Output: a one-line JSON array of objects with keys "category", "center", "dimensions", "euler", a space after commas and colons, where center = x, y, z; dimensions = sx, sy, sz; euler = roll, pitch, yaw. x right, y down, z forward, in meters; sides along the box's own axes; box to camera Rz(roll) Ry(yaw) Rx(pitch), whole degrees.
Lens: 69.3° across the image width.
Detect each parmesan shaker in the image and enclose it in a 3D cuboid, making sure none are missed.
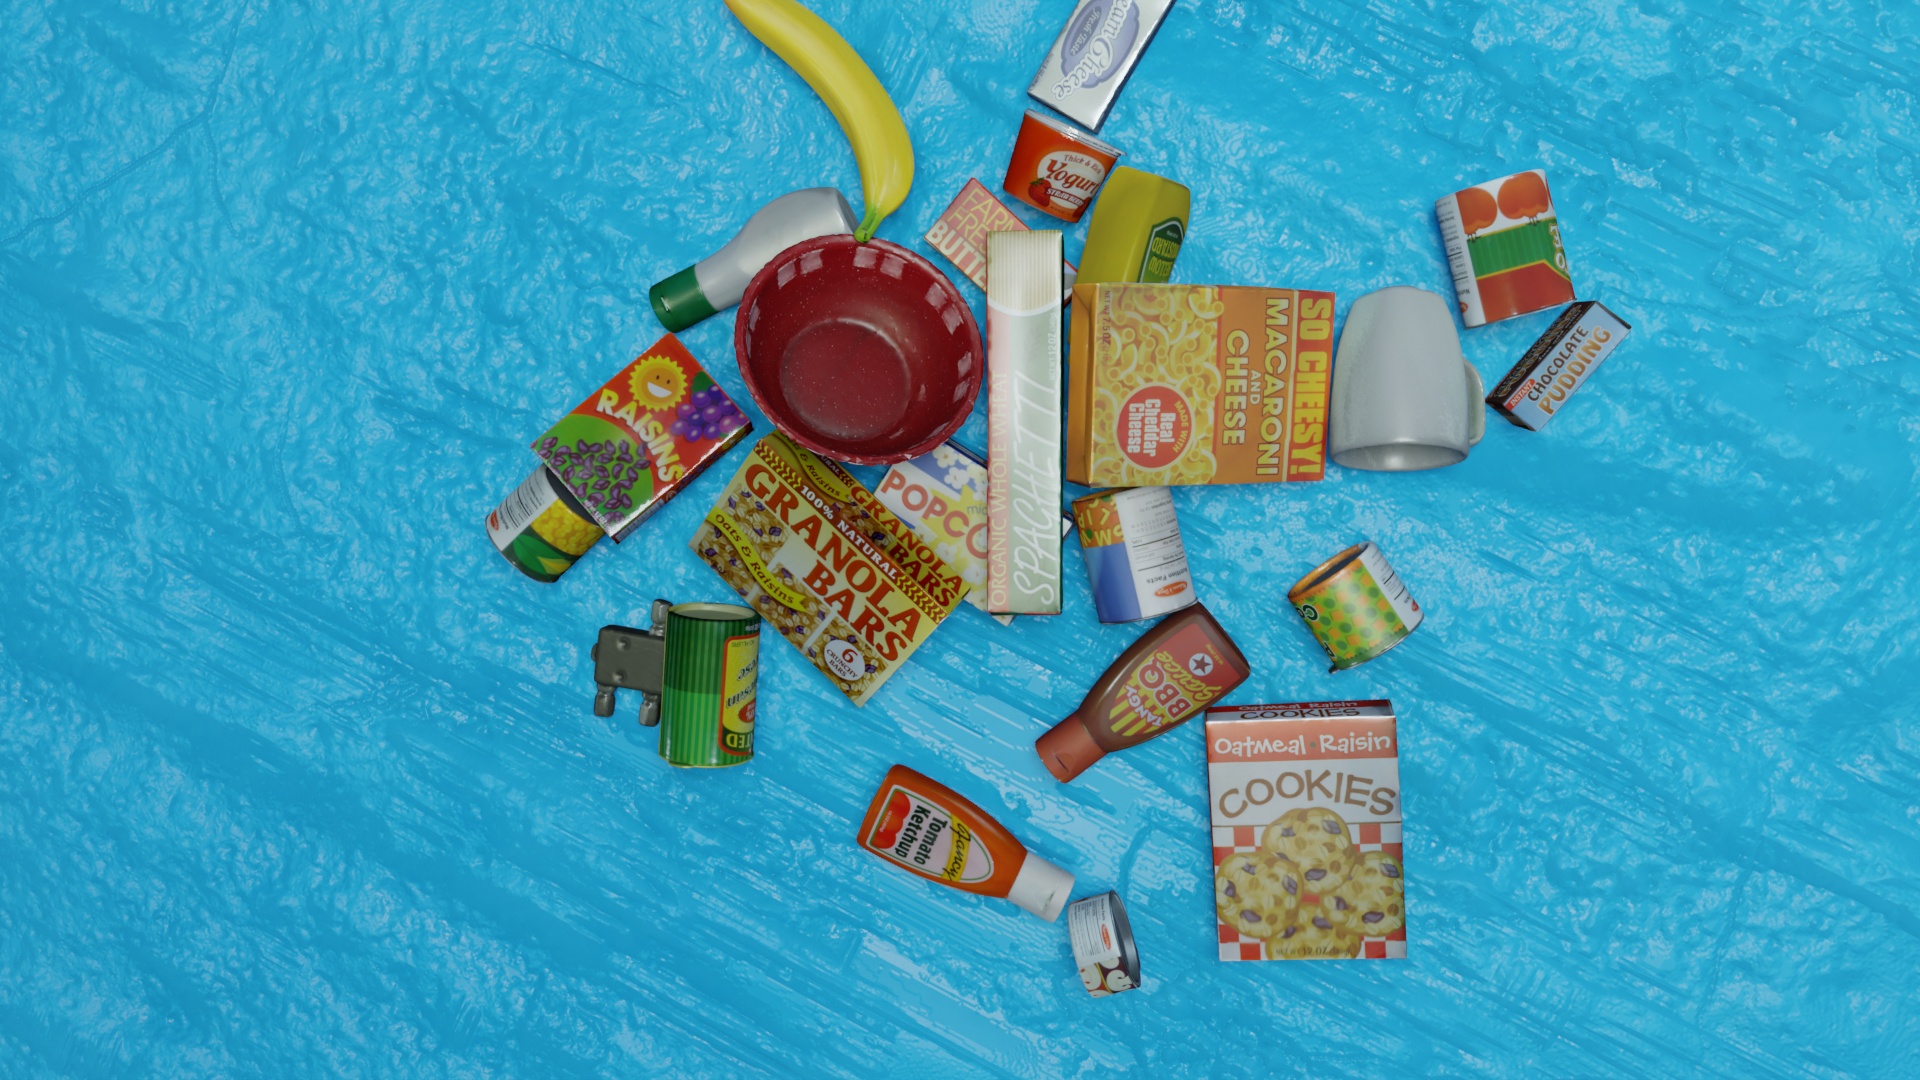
[{"category": "parmesan shaker", "center": [-0.175, 0.100, 0.965], "dimensions": [0.071, 0.071, 0.103], "euler": [6, 98, 8]}]

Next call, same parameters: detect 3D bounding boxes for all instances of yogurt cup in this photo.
[{"category": "yogurt cup", "center": [0.062, -0.240, 0.894], "dimensions": [0.072, 0.072, 0.053], "euler": [27, 108, 5]}]

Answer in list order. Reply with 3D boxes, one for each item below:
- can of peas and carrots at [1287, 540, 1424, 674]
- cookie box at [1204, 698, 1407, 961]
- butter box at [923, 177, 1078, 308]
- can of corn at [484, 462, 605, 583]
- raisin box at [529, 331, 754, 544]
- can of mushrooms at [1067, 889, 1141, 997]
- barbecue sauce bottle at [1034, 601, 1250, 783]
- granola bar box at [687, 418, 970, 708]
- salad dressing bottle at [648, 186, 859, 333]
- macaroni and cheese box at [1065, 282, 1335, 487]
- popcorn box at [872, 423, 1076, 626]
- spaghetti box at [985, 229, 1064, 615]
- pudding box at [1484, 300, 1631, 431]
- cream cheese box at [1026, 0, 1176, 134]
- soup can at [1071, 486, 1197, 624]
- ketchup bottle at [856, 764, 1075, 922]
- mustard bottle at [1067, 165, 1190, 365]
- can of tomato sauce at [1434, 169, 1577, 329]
[{"category": "can of peas and carrots", "center": [0.252, 0.043, 0.895], "dimensions": [0.071, 0.071, 0.058], "euler": [-34, 90, 11]}, {"category": "cookie box", "center": [0.230, 0.193, 0.929], "dimensions": [0.123, 0.040, 0.167], "euler": [-3, 97, 9]}, {"category": "butter box", "center": [0.030, -0.188, 0.924], "dimensions": [0.103, 0.024, 0.053], "euler": [43, 101, 2]}, {"category": "can of corn", "center": [-0.286, -0.012, 0.974], "dimensions": [0.058, 0.071, 0.071], "euler": [-42, 89, 11]}, {"category": "raisin box", "center": [-0.216, -0.070, 0.948], "dimensions": [0.123, 0.040, 0.086], "euler": [-42, 89, -10]}, {"category": "can of mushrooms", "center": [0.099, 0.276, 0.947], "dimensions": [0.033, 0.071, 0.071], "euler": [-18, 94, 11]}, {"category": "barbecue sauce bottle", "center": [0.118, 0.107, 0.934], "dimensions": [0.148, 0.044, 0.065], "euler": [-38, 99, 11]}, {"category": "granola bar box", "center": [-0.090, 0.017, 0.933], "dimensions": [0.165, 0.039, 0.123], "euler": [43, 130, 2]}, {"category": "salad dressing bottle", "center": [-0.140, -0.187, 0.941], "dimensions": [0.147, 0.044, 0.064], "euler": [-23, 94, 12]}, {"category": "macaroni and cheese box", "center": [0.150, -0.098, 0.870], "dimensions": [0.167, 0.040, 0.123], "euler": [-2, 100, -20]}, {"category": "popcorn box", "center": [0.003, -0.012, 0.941], "dimensions": [0.127, 0.038, 0.085], "euler": [32, 99, 4]}, {"category": "spaghetti box", "center": [0.042, -0.075, 0.897], "dimensions": [0.050, 0.029, 0.249], "euler": [0, 92, 7]}, {"category": "pudding box", "center": [0.371, -0.109, 0.866], "dimensions": [0.030, 0.050, 0.083], "euler": [40, 102, 1]}, {"category": "cream cheese box", "center": [0.092, -0.322, 0.899], "dimensions": [0.053, 0.024, 0.103], "euler": [32, 100, 3]}, {"category": "soup can", "center": [0.112, 0.007, 0.914], "dimensions": [0.071, 0.071, 0.083], "euler": [-14, 94, 10]}, {"category": "ketchup bottle", "center": [0.006, 0.215, 0.965], "dimensions": [0.149, 0.043, 0.064], "euler": [26, 100, 5]}, {"category": "mustard bottle", "center": [0.102, -0.157, 0.897], "dimensions": [0.049, 0.065, 0.159], "euler": [24, 106, 31]}, {"category": "can of tomato sauce", "center": [0.337, -0.179, 0.855], "dimensions": [0.071, 0.071, 0.083], "euler": [-15, 94, 10]}]
